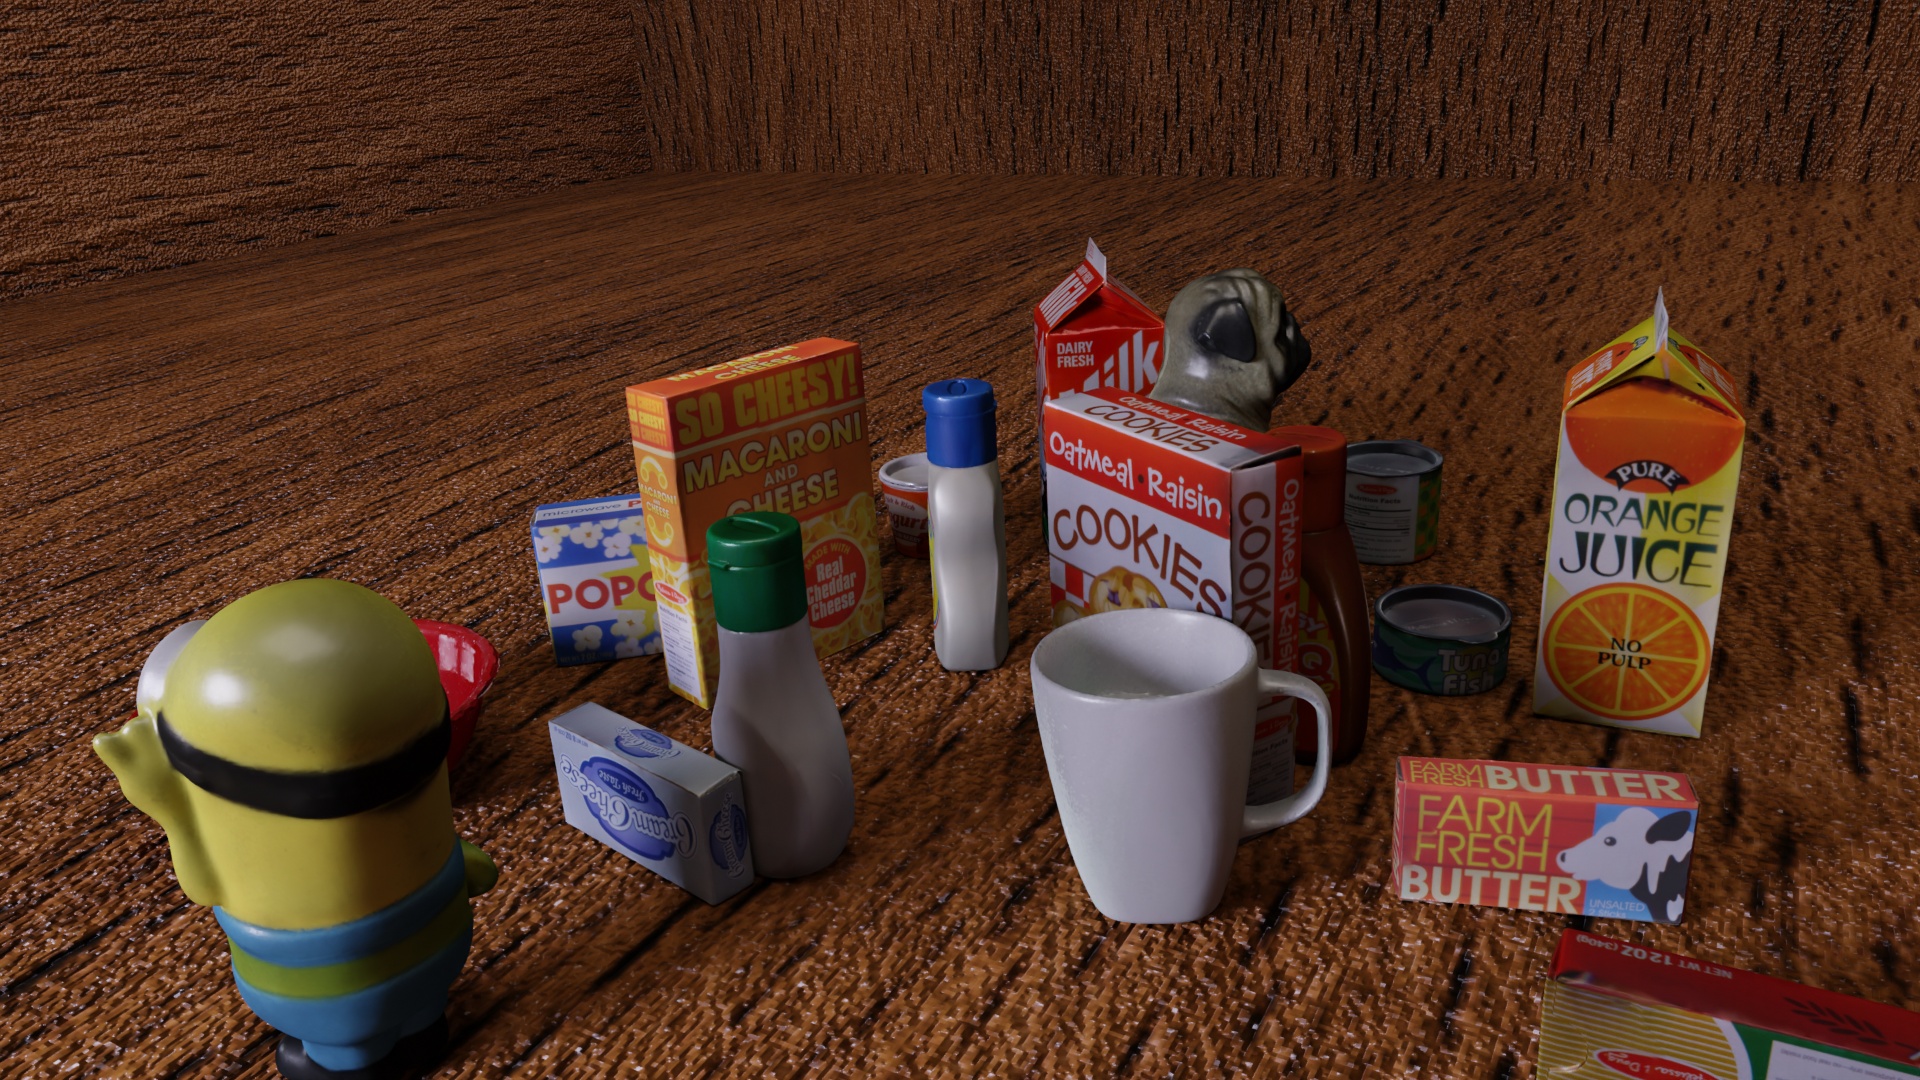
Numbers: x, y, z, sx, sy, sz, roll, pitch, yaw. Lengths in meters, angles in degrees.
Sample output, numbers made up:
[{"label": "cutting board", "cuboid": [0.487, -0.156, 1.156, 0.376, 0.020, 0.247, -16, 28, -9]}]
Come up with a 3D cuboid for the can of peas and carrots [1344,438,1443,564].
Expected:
[{"label": "can of peas and carrots", "cuboid": [0.259, -0.025, 0.847, 0.071, 0.058, 0.071, -3, 21, 1]}]

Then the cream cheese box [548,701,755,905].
[{"label": "cream cheese box", "cuboid": [-0.130, 0.108, 0.581, 0.104, 0.053, 0.024, 15, 28, 39]}]

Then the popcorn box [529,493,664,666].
[{"label": "popcorn box", "cuboid": [-0.167, 0.017, 0.773, 0.127, 0.085, 0.038, -8, 21, -10]}]

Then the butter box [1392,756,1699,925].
[{"label": "butter box", "cuboid": [0.216, 0.111, 0.519, 0.103, 0.053, 0.024, 2, 22, 14]}]

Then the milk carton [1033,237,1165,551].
[{"label": "milk carton", "cuboid": [0.085, -0.083, 0.845, 0.073, 0.189, 0.072, -4, 21, -2]}]

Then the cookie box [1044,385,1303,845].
[{"label": "cookie box", "cuboid": [0.089, 0.028, 0.594, 0.040, 0.166, 0.123, -16, 24, -28]}]

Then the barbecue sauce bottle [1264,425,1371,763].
[{"label": "barbecue sauce bottle", "cuboid": [0.151, 0.024, 0.619, 0.065, 0.148, 0.044, 10, 25, 31]}]

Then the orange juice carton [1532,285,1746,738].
[{"label": "orange juice carton", "cuboid": [0.309, -0.015, 0.633, 0.073, 0.191, 0.072, 6, 23, 24]}]

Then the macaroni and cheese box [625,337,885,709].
[{"label": "macaroni and cheese box", "cuboid": [-0.103, -0.012, 0.727, 0.124, 0.165, 0.040, -22, 28, -40]}]

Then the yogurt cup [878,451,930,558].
[{"label": "yogurt cup", "cuboid": [-0.016, -0.022, 0.892, 0.072, 0.053, 0.072, -3, 21, 1]}]

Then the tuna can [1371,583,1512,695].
[{"label": "tuna can", "cuboid": [0.242, 0.050, 0.696, 0.071, 0.032, 0.071, -3, 21, 1]}]

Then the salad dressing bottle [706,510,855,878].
[{"label": "salad dressing bottle", "cuboid": [-0.075, 0.063, 0.559, 0.064, 0.147, 0.044, 16, 28, 41]}]

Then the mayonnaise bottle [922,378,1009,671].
[{"label": "mayonnaise bottle", "cuboid": [0.003, -0.009, 0.727, 0.041, 0.147, 0.065, -3, 21, 1]}]

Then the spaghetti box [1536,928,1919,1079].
[{"label": "spaghetti box", "cuboid": [0.292, 0.164, 0.377, 0.250, 0.050, 0.029, 8, 24, 27]}]
